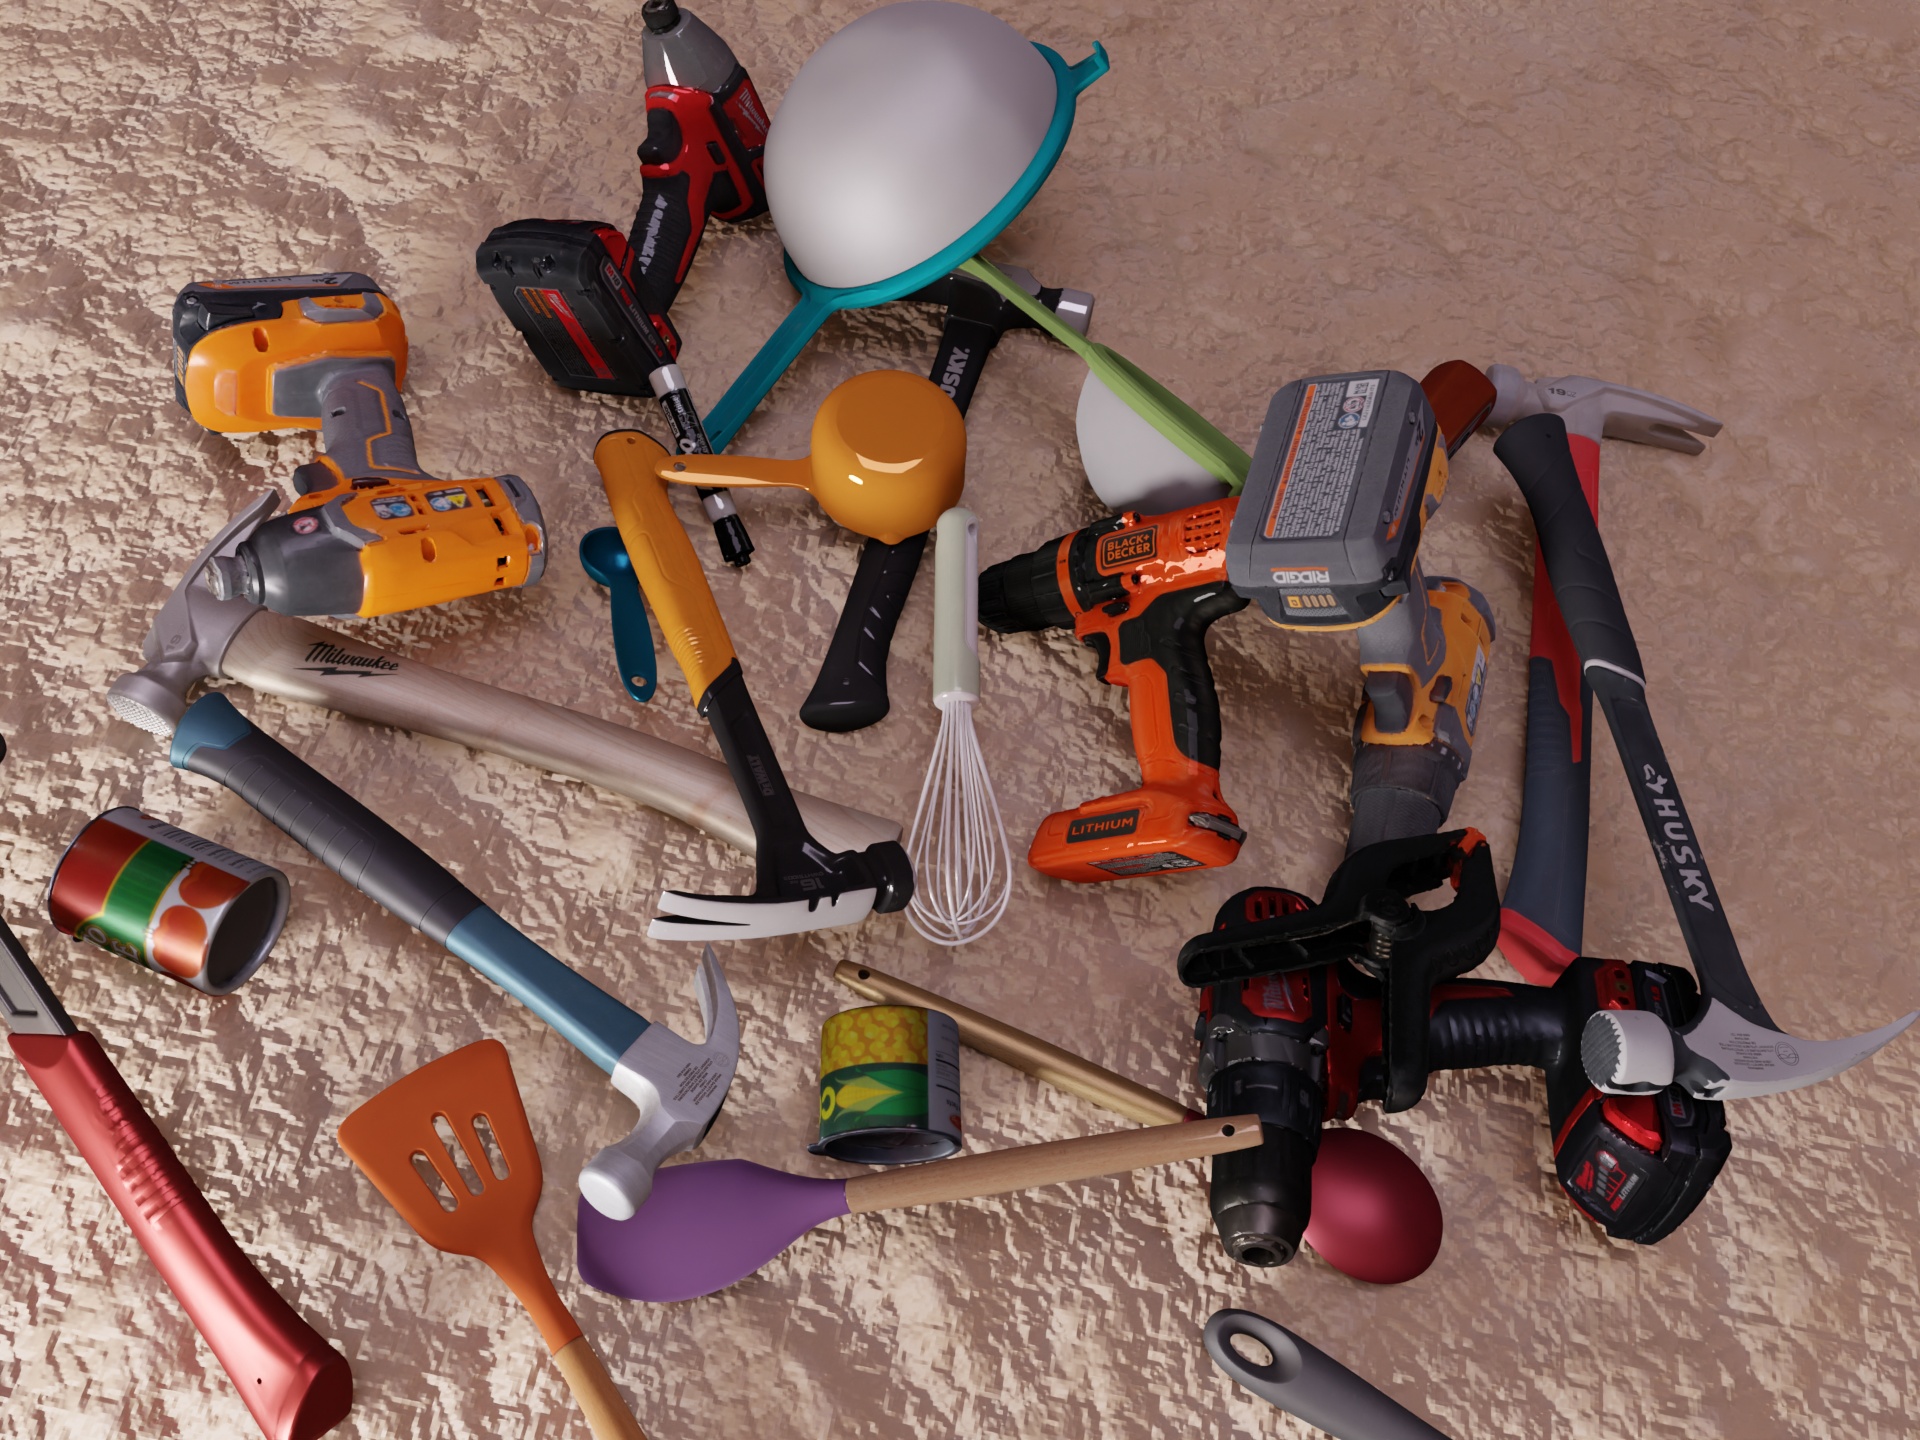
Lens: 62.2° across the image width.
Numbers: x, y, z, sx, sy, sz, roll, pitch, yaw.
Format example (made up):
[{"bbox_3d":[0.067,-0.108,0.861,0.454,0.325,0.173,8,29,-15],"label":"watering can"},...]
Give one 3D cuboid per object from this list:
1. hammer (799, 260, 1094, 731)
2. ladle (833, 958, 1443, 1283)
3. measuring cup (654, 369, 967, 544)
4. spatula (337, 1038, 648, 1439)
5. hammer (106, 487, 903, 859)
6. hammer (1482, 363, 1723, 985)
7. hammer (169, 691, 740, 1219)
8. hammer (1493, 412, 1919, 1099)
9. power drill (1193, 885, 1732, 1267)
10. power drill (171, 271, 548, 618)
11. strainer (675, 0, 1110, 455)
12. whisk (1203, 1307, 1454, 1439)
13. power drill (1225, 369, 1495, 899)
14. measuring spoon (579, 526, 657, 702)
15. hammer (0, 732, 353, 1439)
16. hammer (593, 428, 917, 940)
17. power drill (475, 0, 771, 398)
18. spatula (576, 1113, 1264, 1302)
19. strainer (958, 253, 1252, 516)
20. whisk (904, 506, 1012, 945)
[{"bbox_3d":[-0.030,-0.140,0.921,0.146,0.035,0.335,15,62,4],"label":"hammer"},{"bbox_3d":[0.082,0.181,0.763,0.315,0.031,0.069,22,57,10],"label":"ladle"},{"bbox_3d":[-0.081,-0.150,0.872,0.173,0.052,0.095,0,63,-7],"label":"measuring cup"},{"bbox_3d":[-0.156,0.288,0.682,0.081,0.041,0.323,-29,68,-26],"label":"spatula"},{"bbox_3d":[-0.225,-0.003,0.836,0.410,0.038,0.146,18,61,6],"label":"hammer"},{"bbox_3d":[0.351,-0.034,0.887,0.143,0.038,0.387,13,62,2],"label":"hammer"},{"bbox_3d":[-0.245,0.090,0.753,0.331,0.033,0.128,34,43,10],"label":"hammer"},{"bbox_3d":[0.339,-0.006,0.796,0.149,0.036,0.409,3,53,-7],"label":"hammer"},{"bbox_3d":[0.219,0.173,0.725,0.226,0.080,0.188,10,44,4],"label":"power drill"},{"bbox_3d":[-0.340,-0.142,0.845,0.164,0.084,0.227,-17,55,-36],"label":"power drill"},{"bbox_3d":[-0.080,-0.304,0.932,0.211,0.095,0.340,25,76,45],"label":"strainer"},{"bbox_3d":[0.238,0.335,0.676,0.296,0.073,0.073,26,63,17],"label":"whisk"},{"bbox_3d":[0.203,-0.034,0.783,0.084,0.226,0.185,1,56,33],"label":"power drill"},{"bbox_3d":[-0.182,-0.054,0.863,0.042,0.021,0.129,1,50,-23],"label":"measuring spoon"},{"bbox_3d":[-0.393,0.175,0.710,0.149,0.036,0.359,-45,78,19],"label":"hammer"},{"bbox_3d":[-0.139,-0.033,0.820,0.127,0.034,0.337,-5,50,-30],"label":"hammer"},{"bbox_3d":[-0.185,-0.311,0.941,0.078,0.143,0.220,11,62,26],"label":"power drill"},{"bbox_3d":[-0.024,0.207,0.700,0.316,0.018,0.060,-13,62,10],"label":"spatula"},{"bbox_3d":[0.076,-0.174,0.905,0.256,0.151,0.069,42,107,15],"label":"strainer"},{"bbox_3d":[-0.001,-0.003,0.828,0.059,0.057,0.246,-8,66,19],"label":"whisk"}]
